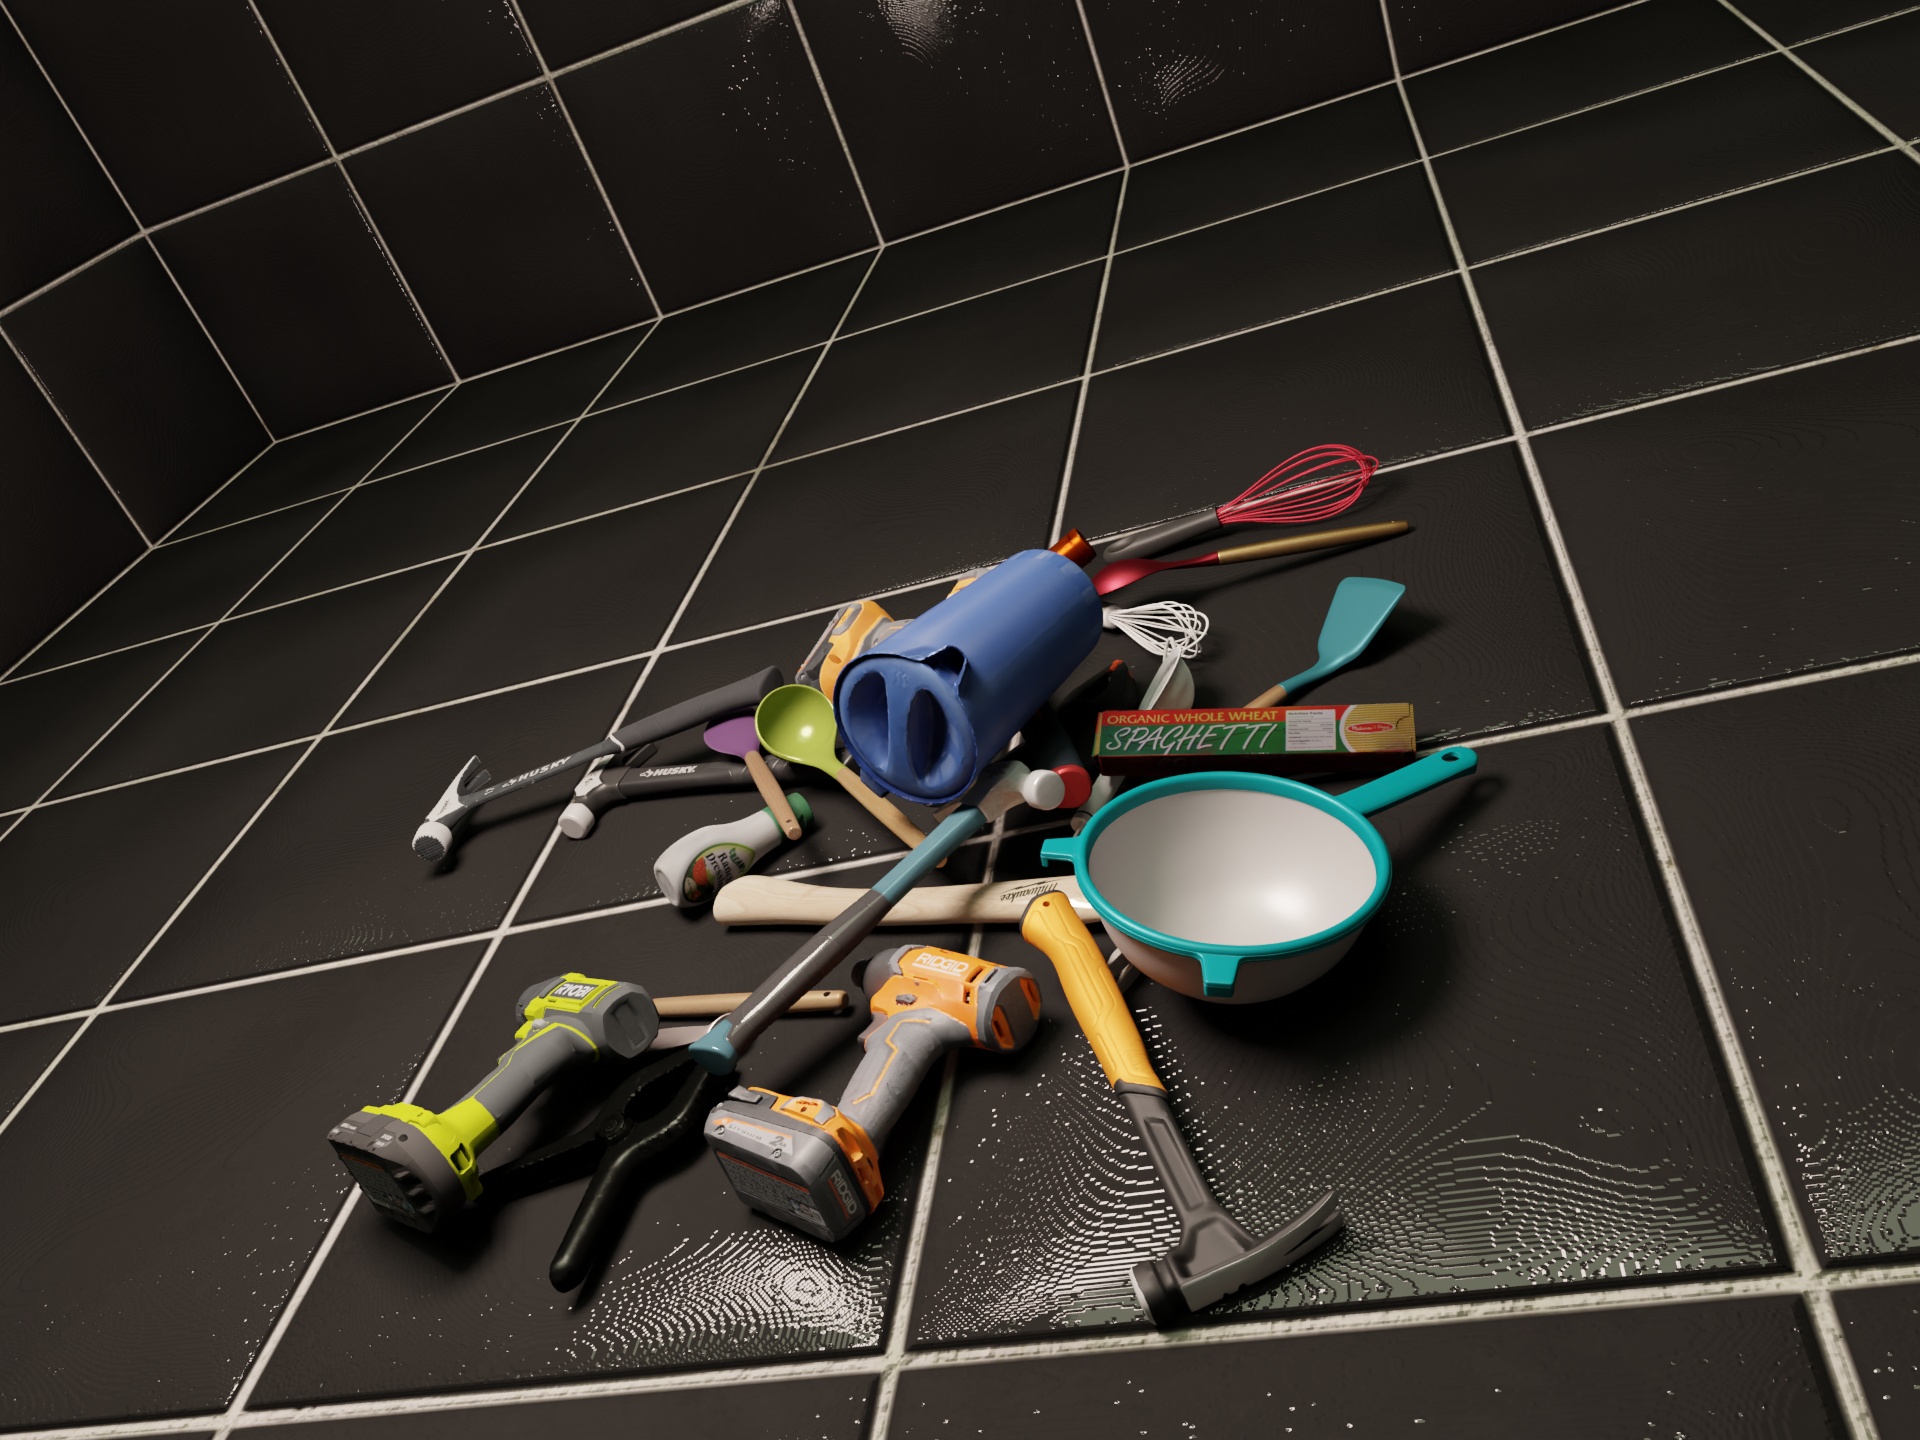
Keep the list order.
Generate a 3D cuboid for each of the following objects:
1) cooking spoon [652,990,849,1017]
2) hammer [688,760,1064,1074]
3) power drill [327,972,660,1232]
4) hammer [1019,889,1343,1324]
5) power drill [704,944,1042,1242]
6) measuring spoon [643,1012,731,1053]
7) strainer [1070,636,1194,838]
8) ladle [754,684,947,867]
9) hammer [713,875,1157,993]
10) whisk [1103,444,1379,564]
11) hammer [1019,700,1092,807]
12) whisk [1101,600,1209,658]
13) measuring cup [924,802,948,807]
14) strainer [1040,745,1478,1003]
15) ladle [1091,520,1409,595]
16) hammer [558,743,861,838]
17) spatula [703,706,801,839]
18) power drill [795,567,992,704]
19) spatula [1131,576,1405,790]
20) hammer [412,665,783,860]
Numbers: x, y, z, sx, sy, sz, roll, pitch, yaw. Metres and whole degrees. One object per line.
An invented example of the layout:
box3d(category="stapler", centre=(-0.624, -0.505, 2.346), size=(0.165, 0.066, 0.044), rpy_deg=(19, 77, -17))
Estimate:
box3d(category="cooking spoon", centre=(-0.229, 0.233, 1.295), size=(0.319, 0.017, 0.069), rpy_deg=(-7, 34, 27))
box3d(category="hammer", centre=(-0.069, 0.143, 1.194), size=(0.331, 0.033, 0.128), rpy_deg=(-42, 21, -20))
box3d(category="power drill", centre=(-0.358, 0.279, 1.221), size=(0.171, 0.080, 0.223), rpy_deg=(-6, 26, 47))
box3d(category="hammer", centre=(0.116, 0.220, 1.025), size=(0.127, 0.034, 0.337), rpy_deg=(-25, 37, -2))
box3d(category="power drill", centre=(-0.068, 0.242, 1.113), size=(0.164, 0.084, 0.226), rpy_deg=(6, 37, 44))
box3d(category="measuring spoon", centre=(-0.218, 0.255, 1.261), size=(0.124, 0.018, 0.034), rpy_deg=(-13, 40, 29))
box3d(category="strainer", centre=(0.148, 0.020, 1.346), size=(0.050, 0.086, 0.258), rpy_deg=(34, 50, 3))
box3d(category="ladle", centre=(-0.095, 0.048, 1.396), size=(0.078, 0.062, 0.320), rpy_deg=(-26, 31, -19))
box3d(category="hammer", centre=(-0.030, 0.154, 1.270), size=(0.411, 0.038, 0.146), rpy_deg=(-5, 36, 29))
box3d(category="whisk", centre=(0.283, -0.215, 1.631), size=(0.296, 0.073, 0.073), rpy_deg=(-18, 30, 21))
box3d(category="hammer", centre=(0.072, -0.023, 1.409), size=(0.143, 0.038, 0.387), rpy_deg=(-33, 22, 4))
box3d(category="whisk", centre=(0.153, -0.099, 1.542), size=(0.059, 0.057, 0.246), rpy_deg=(-44, 30, -16))
box3d(category="measuring cup", centre=(-0.002, -0.004, 1.397), size=(0.038, 0.167, 0.083), rpy_deg=(7, -1, 33))
box3d(category="strainer", centre=(0.238, 0.109, 1.121), size=(0.340, 0.095, 0.211), rpy_deg=(-20, 34, -27))
box3d(category="ladle", centre=(0.275, -0.160, 1.534), size=(0.315, 0.031, 0.069), rpy_deg=(-10, 11, 3))
box3d(category="hammer", centre=(-0.233, 0.050, 1.576), size=(0.335, 0.035, 0.146), rpy_deg=(-6, 35, 27))
box3d(category="spatula", centre=(-0.192, 0.045, 1.492), size=(0.060, 0.018, 0.316), rpy_deg=(-25, 26, -10))
box3d(category="power drill", centre=(-0.062, -0.049, 1.520), size=(0.226, 0.084, 0.185), rpy_deg=(-10, 42, 49))
box3d(category="spatula", centre=(0.249, -0.019, 1.349), size=(0.317, 0.044, 0.082), rpy_deg=(-35, 24, -17))
box3d(category="hammer", centre=(-0.367, 0.029, 1.631), size=(0.409, 0.036, 0.149), rpy_deg=(-21, 28, 13))
